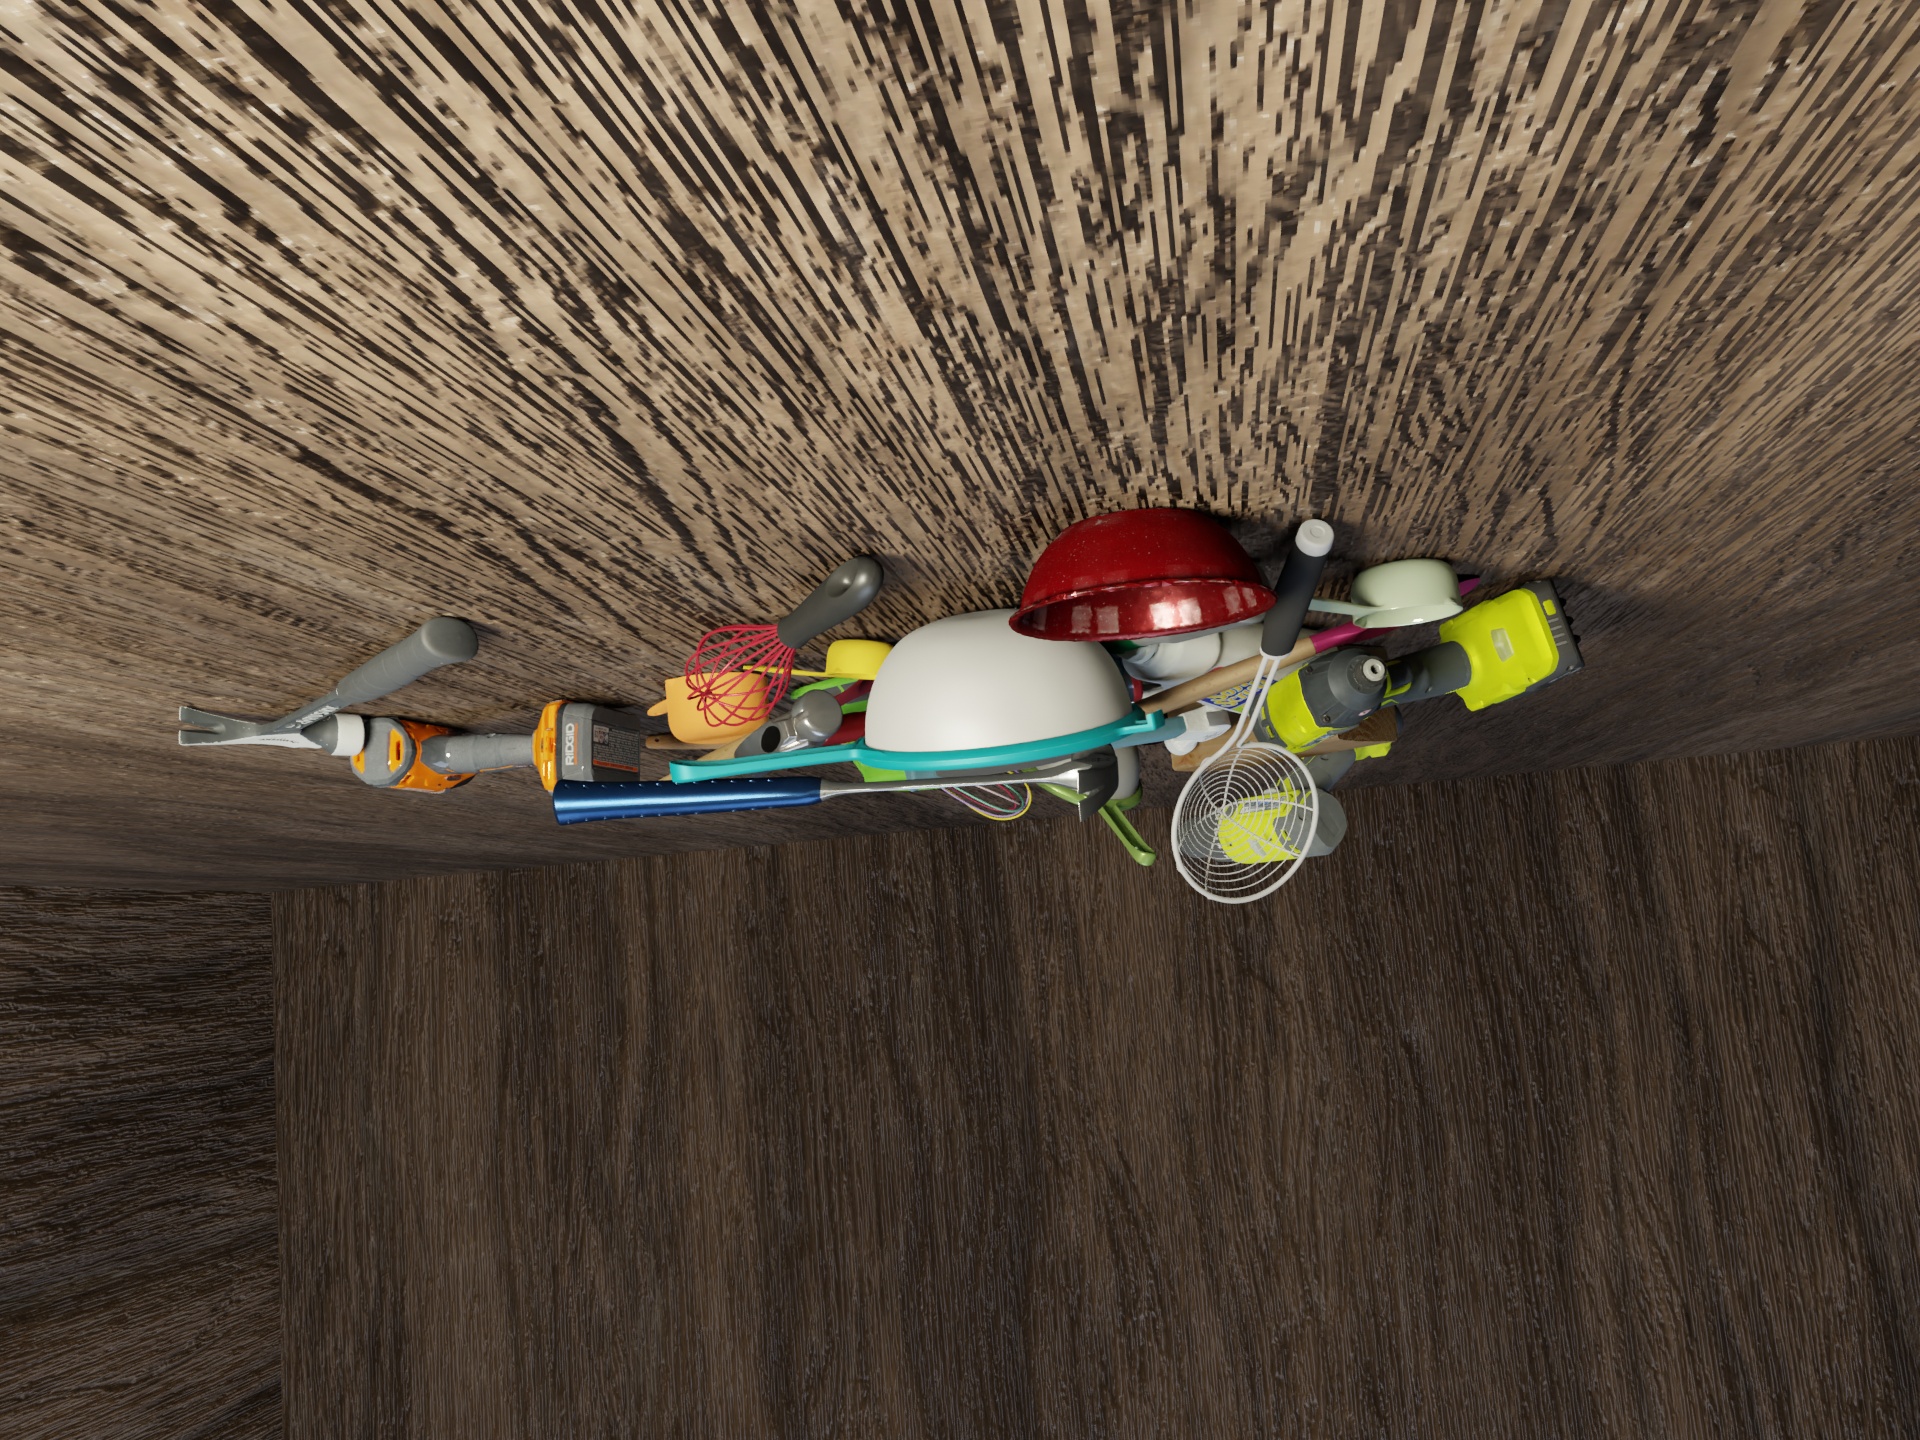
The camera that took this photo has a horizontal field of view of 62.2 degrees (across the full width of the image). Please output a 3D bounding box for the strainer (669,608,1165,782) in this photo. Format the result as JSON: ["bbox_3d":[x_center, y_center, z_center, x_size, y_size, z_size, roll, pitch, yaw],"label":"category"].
[{"bbox_3d":[-0.039,-0.022,1.127,0.340,0.095,0.211,-8,-171,-12],"label":"strainer"}]

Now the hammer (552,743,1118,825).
[{"bbox_3d":[-0.089,0.049,1.137,0.405,0.035,0.144,-3,-171,3],"label":"hammer"}]

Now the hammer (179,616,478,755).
[{"bbox_3d":[-0.461,-0.021,1.188,0.149,0.036,0.409,3,169,-39],"label":"hammer"}]

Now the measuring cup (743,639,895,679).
[{"bbox_3d":[-0.114,-0.050,1.259,0.156,0.029,0.062,4,178,38],"label":"measuring cup"}]

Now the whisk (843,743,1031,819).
[{"bbox_3d":[-0.045,0.044,1.575,0.245,0.051,0.047,21,134,-5],"label":"whisk"}]

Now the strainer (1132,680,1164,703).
[{"bbox_3d":[0.223,-0.036,1.479,0.258,0.050,0.087,-14,-176,33],"label":"strainer"}]

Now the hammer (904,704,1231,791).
[{"bbox_3d":[0.099,0.023,1.431,0.331,0.033,0.128,-9,166,-25],"label":"hammer"}]

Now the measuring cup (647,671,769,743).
[{"bbox_3d":[-0.232,-0.001,1.395,0.095,0.052,0.173,1,168,-37],"label":"measuring cup"}]

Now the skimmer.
[{"bbox_3d":[0.223,0.006,1.106,0.127,0.090,0.363,-20,150,-15],"label":"skimmer"}]

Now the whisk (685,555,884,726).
[{"bbox_3d":[-0.121,-0.054,1.080,0.073,0.073,0.296,0,166,-29],"label":"whisk"}]

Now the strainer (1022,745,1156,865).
[{"bbox_3d":[0.151,0.054,1.650,0.151,0.069,0.257,9,-155,-26],"label":"strainer"}]

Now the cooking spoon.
[{"bbox_3d":[0.243,-0.048,1.209,0.319,0.017,0.068,-21,167,1],"label":"cooking spoon"}]

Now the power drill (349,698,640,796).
[{"bbox_3d":[-0.410,0.031,1.443,0.226,0.084,0.164,-2,174,12],"label":"power drill"}]

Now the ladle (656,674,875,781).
[{"bbox_3d":[-0.145,0.006,1.323,0.315,0.031,0.069,-25,163,18],"label":"ladle"}]

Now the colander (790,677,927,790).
[{"bbox_3d":[0.023,0.017,1.528,0.396,0.094,0.204,3,169,-43],"label":"colander"}]

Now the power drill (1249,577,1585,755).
[{"bbox_3d":[0.352,-0.038,1.220,0.223,0.080,0.171,-16,171,-15],"label":"power drill"}]

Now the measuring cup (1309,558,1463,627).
[{"bbox_3d":[0.278,-0.093,1.107,0.167,0.038,0.083,3,169,-34],"label":"measuring cup"}]

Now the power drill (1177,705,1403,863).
[{"bbox_3d":[0.334,0.059,1.619,0.190,0.080,0.228,-14,-152,51],"label":"power drill"}]

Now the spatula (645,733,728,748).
[{"bbox_3d":[-0.170,0.024,1.631,0.317,0.082,0.044,-1,157,12],"label":"spatula"}]

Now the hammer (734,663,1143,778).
[{"bbox_3d":[-0.002,-0.004,1.346,0.386,0.038,0.143,-9,165,-37],"label":"hammer"}]
